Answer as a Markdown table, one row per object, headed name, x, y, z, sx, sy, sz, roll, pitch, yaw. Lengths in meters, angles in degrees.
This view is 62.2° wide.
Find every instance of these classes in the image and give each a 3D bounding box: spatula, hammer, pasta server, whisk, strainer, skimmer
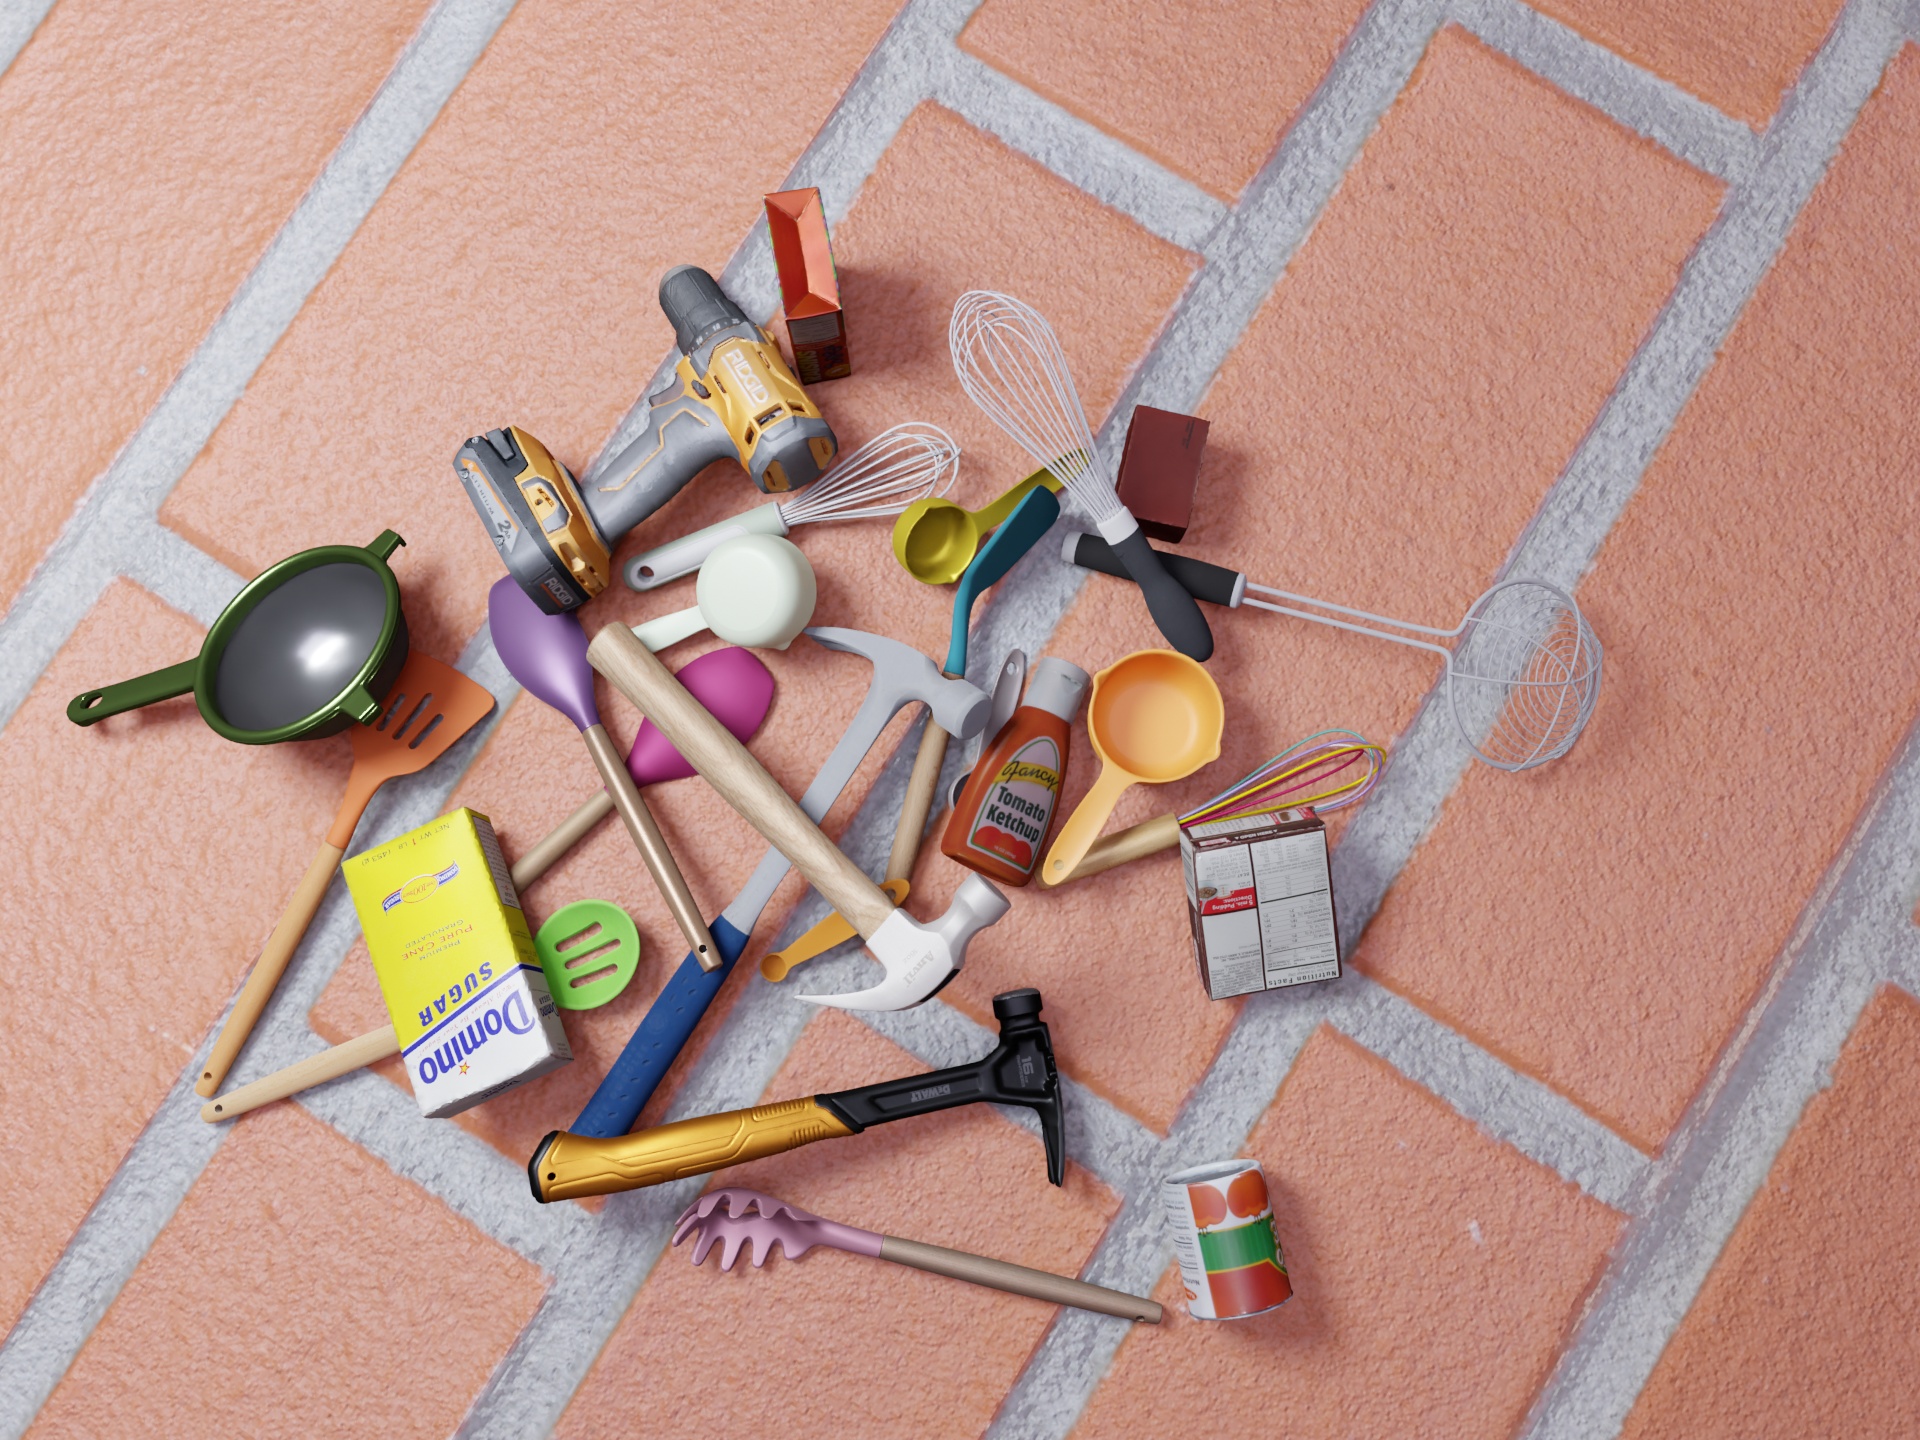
| name | x | y | z | sx | sy | sz | roll | pitch | yaw |
| --- | --- | --- | --- | --- | --- | --- | --- | --- | --- |
| spatula | -0.425 | 0.105 | 1.064 | 0.081 | 0.041 | 0.322 | 28 | 88 | 5 |
| hammer | -0.126 | 0.053 | 0.999 | 0.331 | 0.031 | 0.130 | 42 | 94 | 21 |
| spatula | -0.234 | 0.028 | 1.048 | 0.060 | 0.018 | 0.316 | -31 | 72 | -2 |
| hammer | -0.100 | 0.262 | 1.006 | 0.337 | 0.034 | 0.127 | -9 | 83 | -10 |
| pasta server | -0.025 | 0.350 | 1.020 | 0.316 | 0.040 | 0.060 | 13 | 127 | 0 |
| whisk | -0.114 | -0.139 | 1.077 | 0.246 | 0.059 | 0.057 | -21 | 111 | 2 |
| whisk | 0.164 | 0.061 | 1.050 | 0.245 | 0.047 | 0.051 | -19 | 85 | 2 |
| whisk | 0.082 | -0.150 | 1.014 | 0.070 | 0.070 | 0.284 | -37 | 107 | -3 |
| hammer | -0.143 | 0.121 | 1.035 | 0.144 | 0.035 | 0.405 | 33 | 89 | 31 |
| strainer | -0.468 | -0.024 | 1.059 | 0.256 | 0.069 | 0.152 | -15 | 56 | 13 |
| spatula | -0.002 | -0.003 | 1.056 | 0.044 | 0.082 | 0.317 | 15 | 89 | 14 |
| skimmer | 0.247 | -0.066 | 1.070 | 0.363 | 0.090 | 0.127 | 16 | 88 | 13 |

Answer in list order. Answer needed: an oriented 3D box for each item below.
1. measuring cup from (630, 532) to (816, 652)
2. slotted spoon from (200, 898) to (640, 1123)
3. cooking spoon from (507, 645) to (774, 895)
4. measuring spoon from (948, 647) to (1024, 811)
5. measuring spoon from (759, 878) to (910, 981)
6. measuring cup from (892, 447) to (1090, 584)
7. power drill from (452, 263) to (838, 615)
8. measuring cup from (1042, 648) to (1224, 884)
| name | x | y | z | sx | sy | sz | roll | pitch | yaw |
| --- | --- | --- | --- | --- | --- | --- | --- | --- | --- |
| measuring cup | -0.177 | -0.069 | 1.052 | 0.167 | 0.038 | 0.083 | -20 | 89 | 15 |
| slotted spoon | -0.354 | 0.199 | 1.049 | 0.314 | 0.031 | 0.070 | -23 | 79 | 0 |
| cooking spoon | -0.253 | 0.068 | 1.066 | 0.319 | 0.017 | 0.069 | -43 | 83 | -4 |
| measuring spoon | 0.018 | 0.009 | 1.072 | 0.034 | 0.018 | 0.124 | 25 | 76 | -29 |
| measuring spoon | -0.082 | 0.137 | 1.050 | 0.117 | 0.011 | 0.021 | -33 | 88 | 7 |
| measuring cup | 0.021 | -0.148 | 1.083 | 0.156 | 0.062 | 0.029 | -33 | 39 | -16 |
| power drill | -0.218 | -0.195 | 1.062 | 0.226 | 0.084 | 0.185 | -31 | 68 | -4 |
| measuring cup | 0.104 | 0.035 | 1.049 | 0.095 | 0.052 | 0.173 | 33 | 87 | 4 |
